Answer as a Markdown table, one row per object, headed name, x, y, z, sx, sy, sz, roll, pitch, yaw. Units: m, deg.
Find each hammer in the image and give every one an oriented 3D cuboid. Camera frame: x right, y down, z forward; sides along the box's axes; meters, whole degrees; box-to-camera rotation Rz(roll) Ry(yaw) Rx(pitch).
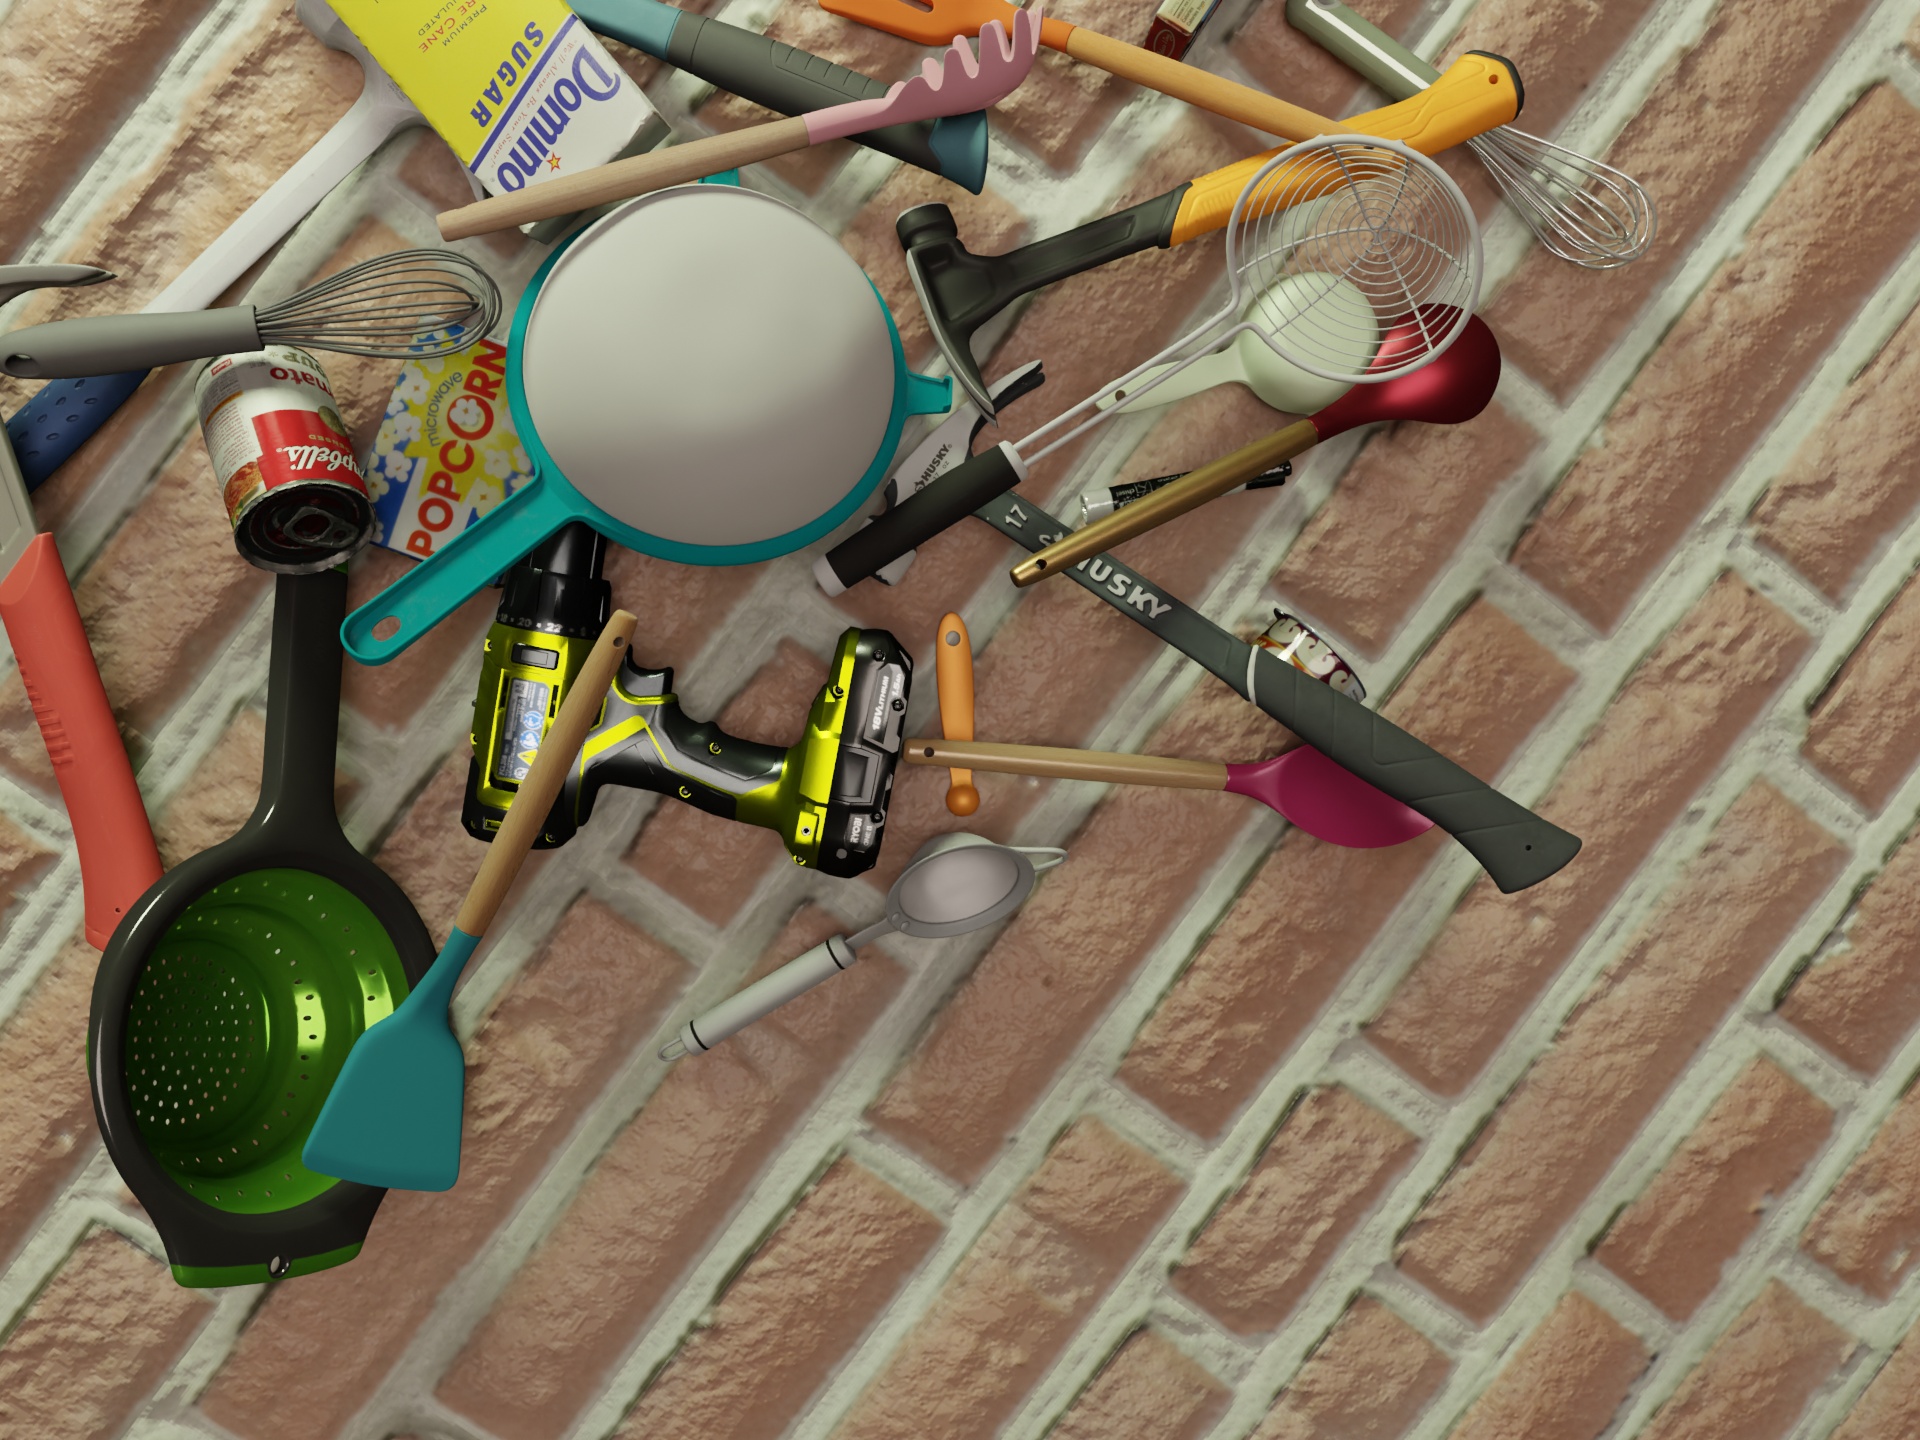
| name | x | y | z | sx | sy | sz | roll | pitch | yaw |
| --- | --- | --- | --- | --- | --- | --- | --- | --- | --- |
| hammer | 0.141 | -0.272 | 0.851 | 0.337 | 0.034 | 0.127 | -21 | 77 | 2 |
| hammer | -0.462 | -0.047 | 0.821 | 0.149 | 0.037 | 0.359 | -14 | 103 | -7 |
| hammer | -0.137 | -0.357 | 0.839 | 0.331 | 0.033 | 0.128 | 21 | 93 | 0 |
| hammer | -0.422 | -0.201 | 0.838 | 0.405 | 0.035 | 0.144 | -44 | 96 | -1 |
| hammer | 0.142 | -0.040 | 0.846 | 0.409 | 0.036 | 0.149 | 34 | 87 | 11 |

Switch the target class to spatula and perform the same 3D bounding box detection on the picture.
| name | x | y | z | sx | sy | sz | roll | pitch | yaw |
| --- | --- | --- | --- | --- | --- | --- | --- | --- | --- |
| spatula | 0.079 | -0.356 | 0.843 | 0.323 | 0.041 | 0.081 | 26 | 92 | 13 |
| spatula | -0.235 | 0.089 | 0.810 | 0.082 | 0.044 | 0.317 | 23 | 97 | -34 |

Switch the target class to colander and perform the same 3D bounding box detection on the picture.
| name | x | y | z | sx | sy | sz | roll | pitch | yaw |
| --- | --- | --- | --- | --- | --- | --- | --- | --- | --- |
| colander | -0.374 | 0.083 | 0.833 | 0.094 | 0.204 | 0.397 | -7 | 77 | 29 |

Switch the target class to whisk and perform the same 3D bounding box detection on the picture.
| name | x | y | z | sx | sy | sz | roll | pitch | yaw |
| --- | --- | --- | --- | --- | --- | --- | --- | --- | --- |
| whisk | -0.348 | -0.195 | 0.784 | 0.239 | 0.055 | 0.055 | -11 | 95 | -13 |
| whisk | 0.283 | -0.332 | 0.888 | 0.246 | 0.059 | 0.058 | 35 | 54 | -3 |

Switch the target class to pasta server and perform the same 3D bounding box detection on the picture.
| name | x | y | z | sx | sy | sz | roll | pitch | yaw |
| --- | --- | --- | --- | --- | --- | --- | --- | --- | --- |
| pasta server | -0.105 | -0.293 | 0.788 | 0.316 | 0.060 | 0.040 | -18 | 111 | -7 |

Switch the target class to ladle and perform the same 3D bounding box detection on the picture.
| name | x | y | z | sx | sy | sz | roll | pitch | yaw |
| --- | --- | --- | --- | --- | --- | --- | --- | --- | --- |
| ladle | 0.163 | -0.143 | 0.843 | 0.315 | 0.031 | 0.069 | -28 | 89 | -12 |

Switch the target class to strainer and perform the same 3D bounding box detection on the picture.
| name | x | y | z | sx | sy | sz | roll | pitch | yaw |
| --- | --- | --- | --- | --- | --- | --- | --- | --- | --- |
| strainer | -0.169 | -0.150 | 0.786 | 0.340 | 0.095 | 0.211 | -43 | 88 | -18 |
| strainer | -0.061 | 0.123 | 0.891 | 0.258 | 0.050 | 0.086 | -31 | 140 | 3 |

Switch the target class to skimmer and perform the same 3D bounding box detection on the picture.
| name | x | y | z | sx | sy | sz | roll | pitch | yaw |
| --- | --- | --- | --- | --- | --- | --- | --- | --- | --- |
| skimmer | 0.081 | -0.159 | 0.800 | 0.363 | 0.090 | 0.127 | -31 | 110 | 6 |

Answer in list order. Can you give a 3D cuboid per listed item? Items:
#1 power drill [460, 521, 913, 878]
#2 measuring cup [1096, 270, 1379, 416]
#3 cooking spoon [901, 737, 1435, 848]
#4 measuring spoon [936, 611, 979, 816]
| name | x | y | z | sx | sy | sz | roll | pitch | yaw |
| --- | --- | --- | --- | --- | --- | --- | --- | --- | --- |
| power drill | -0.144 | -0.014 | 0.856 | 0.228 | 0.080 | 0.190 | 11 | 94 | -3 |
| measuring cup | 0.155 | -0.197 | 0.872 | 0.167 | 0.038 | 0.083 | -19 | 97 | -15 |
| cooking spoon | 0.125 | 0.030 | 0.903 | 0.319 | 0.017 | 0.069 | 5 | 95 | -10 |
| measuring spoon | -0.001 | -0.003 | 0.900 | 0.021 | 0.011 | 0.117 | -4 | 94 | -5 |
